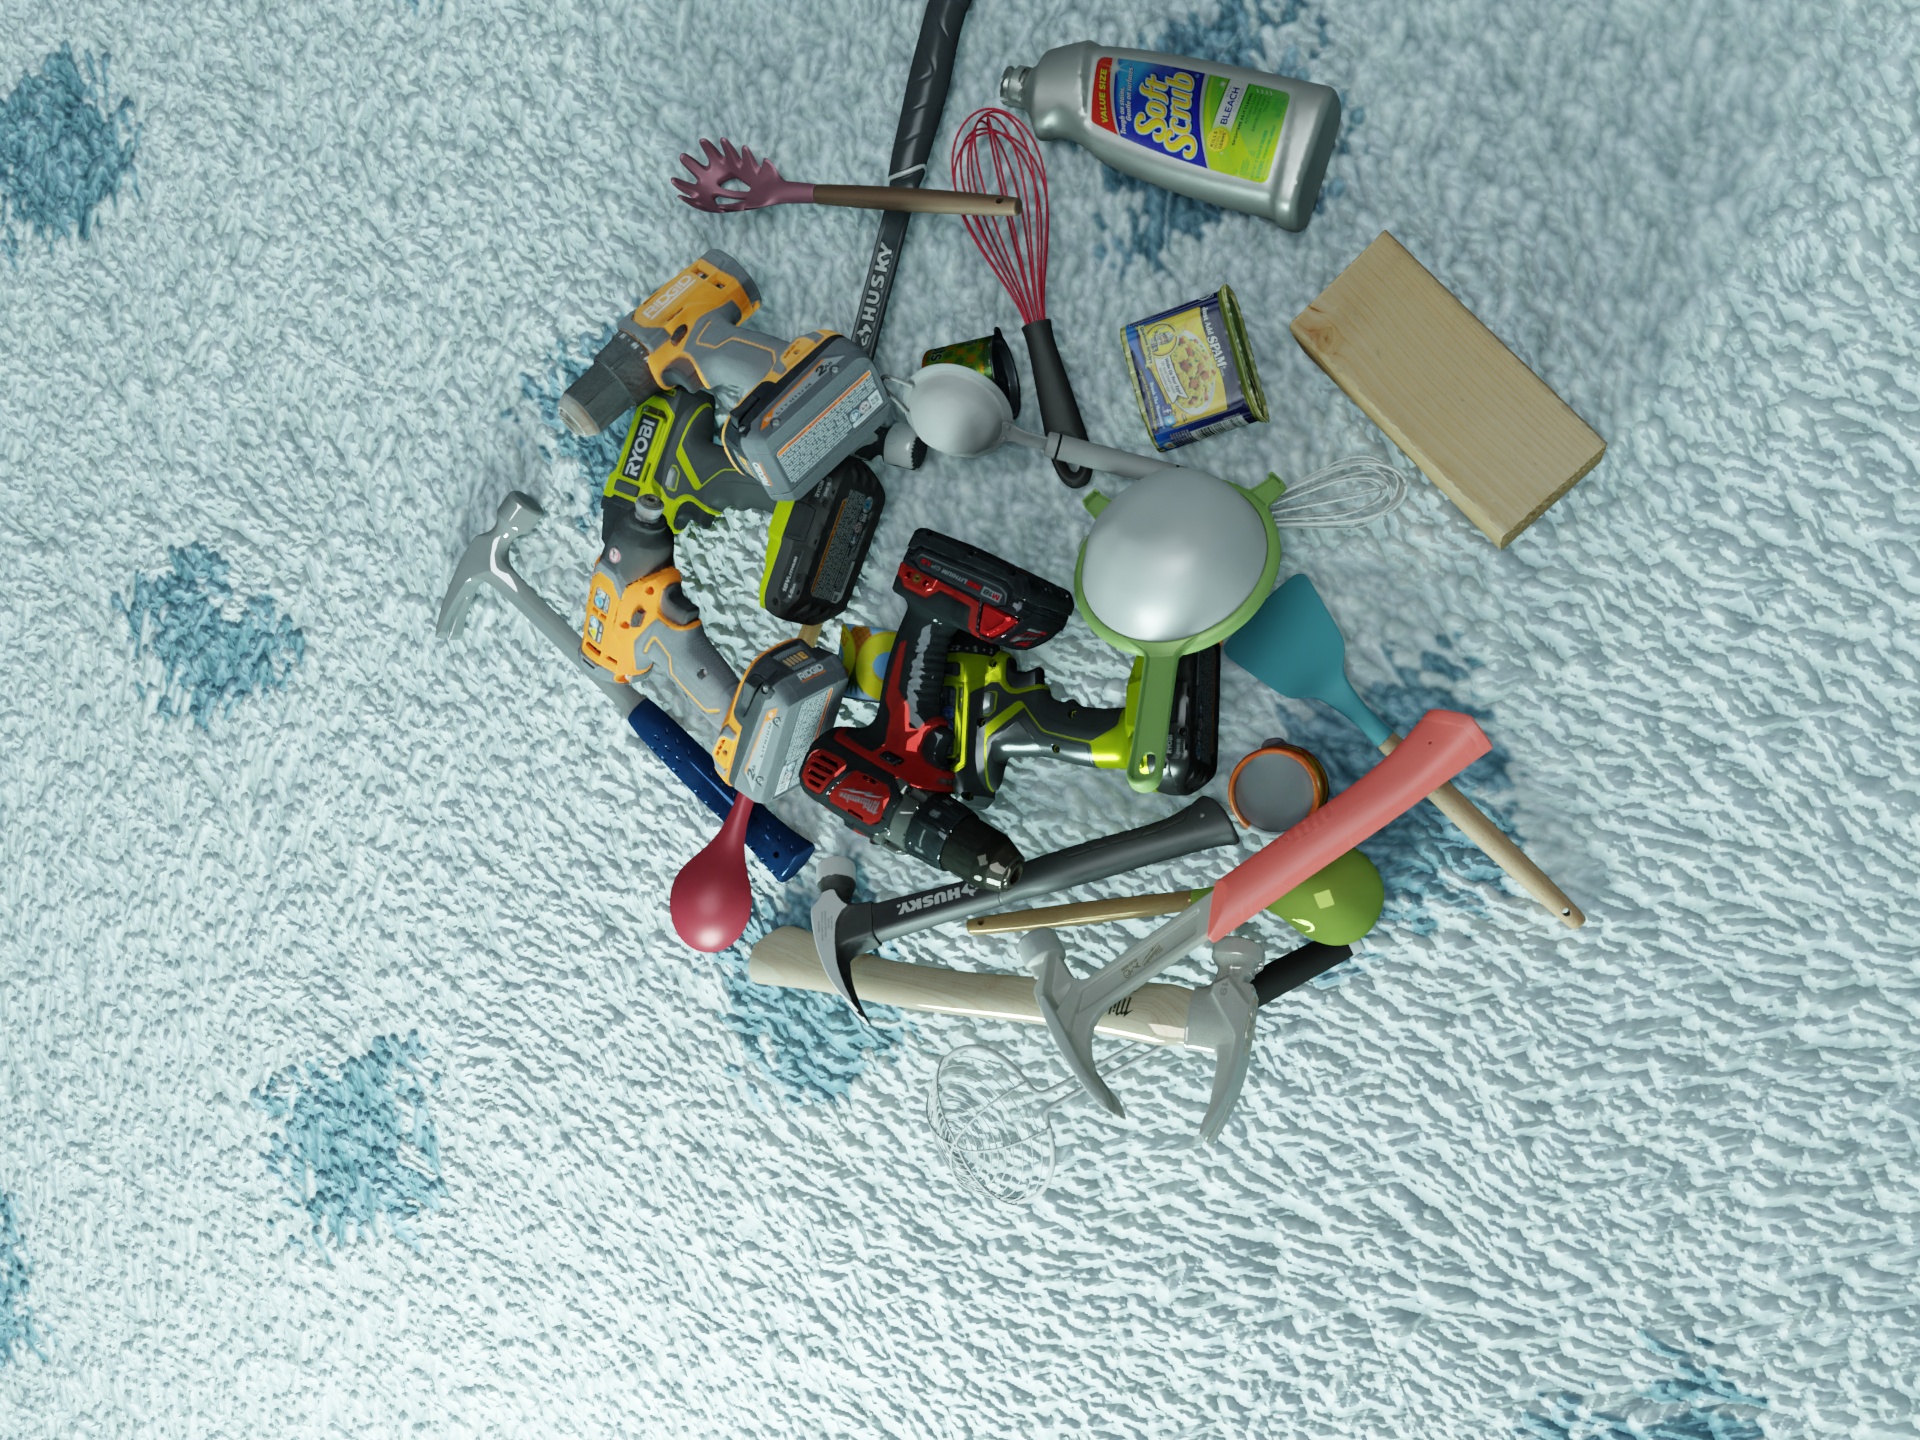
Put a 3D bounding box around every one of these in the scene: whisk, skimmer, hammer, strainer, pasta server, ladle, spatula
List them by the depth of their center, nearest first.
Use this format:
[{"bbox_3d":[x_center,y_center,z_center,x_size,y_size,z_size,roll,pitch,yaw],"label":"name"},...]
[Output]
[{"bbox_3d":[0.133,-0.078,1.087,0.151,0.069,0.257,-2,60,24],"label":"strainer"},{"bbox_3d":[0.209,0.118,1.089,0.359,0.036,0.149,-37,53,12],"label":"hammer"},{"bbox_3d":[0.325,0.029,1.139,0.317,0.044,0.082,46,103,8],"label":"spatula"},{"bbox_3d":[0.203,-0.147,1.168,0.246,0.059,0.058,-10,51,22],"label":"whisk"},{"bbox_3d":[0.061,-0.205,1.177,0.258,0.086,0.050,14,52,-2],"label":"strainer"},{"bbox_3d":[0.154,0.142,1.190,0.320,0.062,0.078,-11,56,26],"label":"ladle"},{"bbox_3d":[0.017,0.215,1.196,0.411,0.038,0.146,3,61,26],"label":"hammer"},{"bbox_3d":[0.046,0.126,1.200,0.335,0.035,0.146,-17,45,12],"label":"hammer"},{"bbox_3d":[0.136,0.246,1.201,0.363,0.090,0.127,-29,78,6],"label":"skimmer"},{"bbox_3d":[0.053,-0.320,1.209,0.073,0.073,0.296,-14,92,18],"label":"whisk"},{"bbox_3d":[-0.092,-0.409,1.226,0.316,0.040,0.060,15,81,31],"label":"pasta server"},{"bbox_3d":[-0.051,-0.411,1.253,0.149,0.036,0.409,16,95,19],"label":"hammer"},{"bbox_3d":[-0.159,0.034,1.269,0.069,0.031,0.315,19,84,11],"label":"ladle"},{"bbox_3d":[-0.281,-0.012,1.333,0.406,0.035,0.144,43,103,13],"label":"hammer"}]

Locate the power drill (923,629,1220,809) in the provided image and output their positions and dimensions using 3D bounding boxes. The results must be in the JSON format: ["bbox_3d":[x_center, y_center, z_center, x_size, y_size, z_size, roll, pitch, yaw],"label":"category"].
[{"bbox_3d":[0.073,-0.028,1.188,0.228,0.080,0.190,0,82,24],"label":"power drill"}]

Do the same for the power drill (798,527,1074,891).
[{"bbox_3d":[-0.002,-0.004,1.141,0.188,0.080,0.226,29,99,28],"label":"power drill"}]

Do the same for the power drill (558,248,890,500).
[{"bbox_3d":[-0.187,-0.252,1.207,0.185,0.084,0.226,-44,57,-12],"label":"power drill"}]

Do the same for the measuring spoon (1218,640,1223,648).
[{"bbox_3d":[0.153,-0.027,1.200,0.117,0.011,0.021,-43,78,14],"label":"measuring spoon"}]

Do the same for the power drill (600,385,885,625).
[{"bbox_3d":[-0.185,-0.165,1.273,0.223,0.080,0.171,23,97,25],"label":"power drill"}]

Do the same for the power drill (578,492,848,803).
[{"bbox_3d":[-0.196,-0.060,1.213,0.227,0.084,0.164,37,129,21],"label":"power drill"}]
